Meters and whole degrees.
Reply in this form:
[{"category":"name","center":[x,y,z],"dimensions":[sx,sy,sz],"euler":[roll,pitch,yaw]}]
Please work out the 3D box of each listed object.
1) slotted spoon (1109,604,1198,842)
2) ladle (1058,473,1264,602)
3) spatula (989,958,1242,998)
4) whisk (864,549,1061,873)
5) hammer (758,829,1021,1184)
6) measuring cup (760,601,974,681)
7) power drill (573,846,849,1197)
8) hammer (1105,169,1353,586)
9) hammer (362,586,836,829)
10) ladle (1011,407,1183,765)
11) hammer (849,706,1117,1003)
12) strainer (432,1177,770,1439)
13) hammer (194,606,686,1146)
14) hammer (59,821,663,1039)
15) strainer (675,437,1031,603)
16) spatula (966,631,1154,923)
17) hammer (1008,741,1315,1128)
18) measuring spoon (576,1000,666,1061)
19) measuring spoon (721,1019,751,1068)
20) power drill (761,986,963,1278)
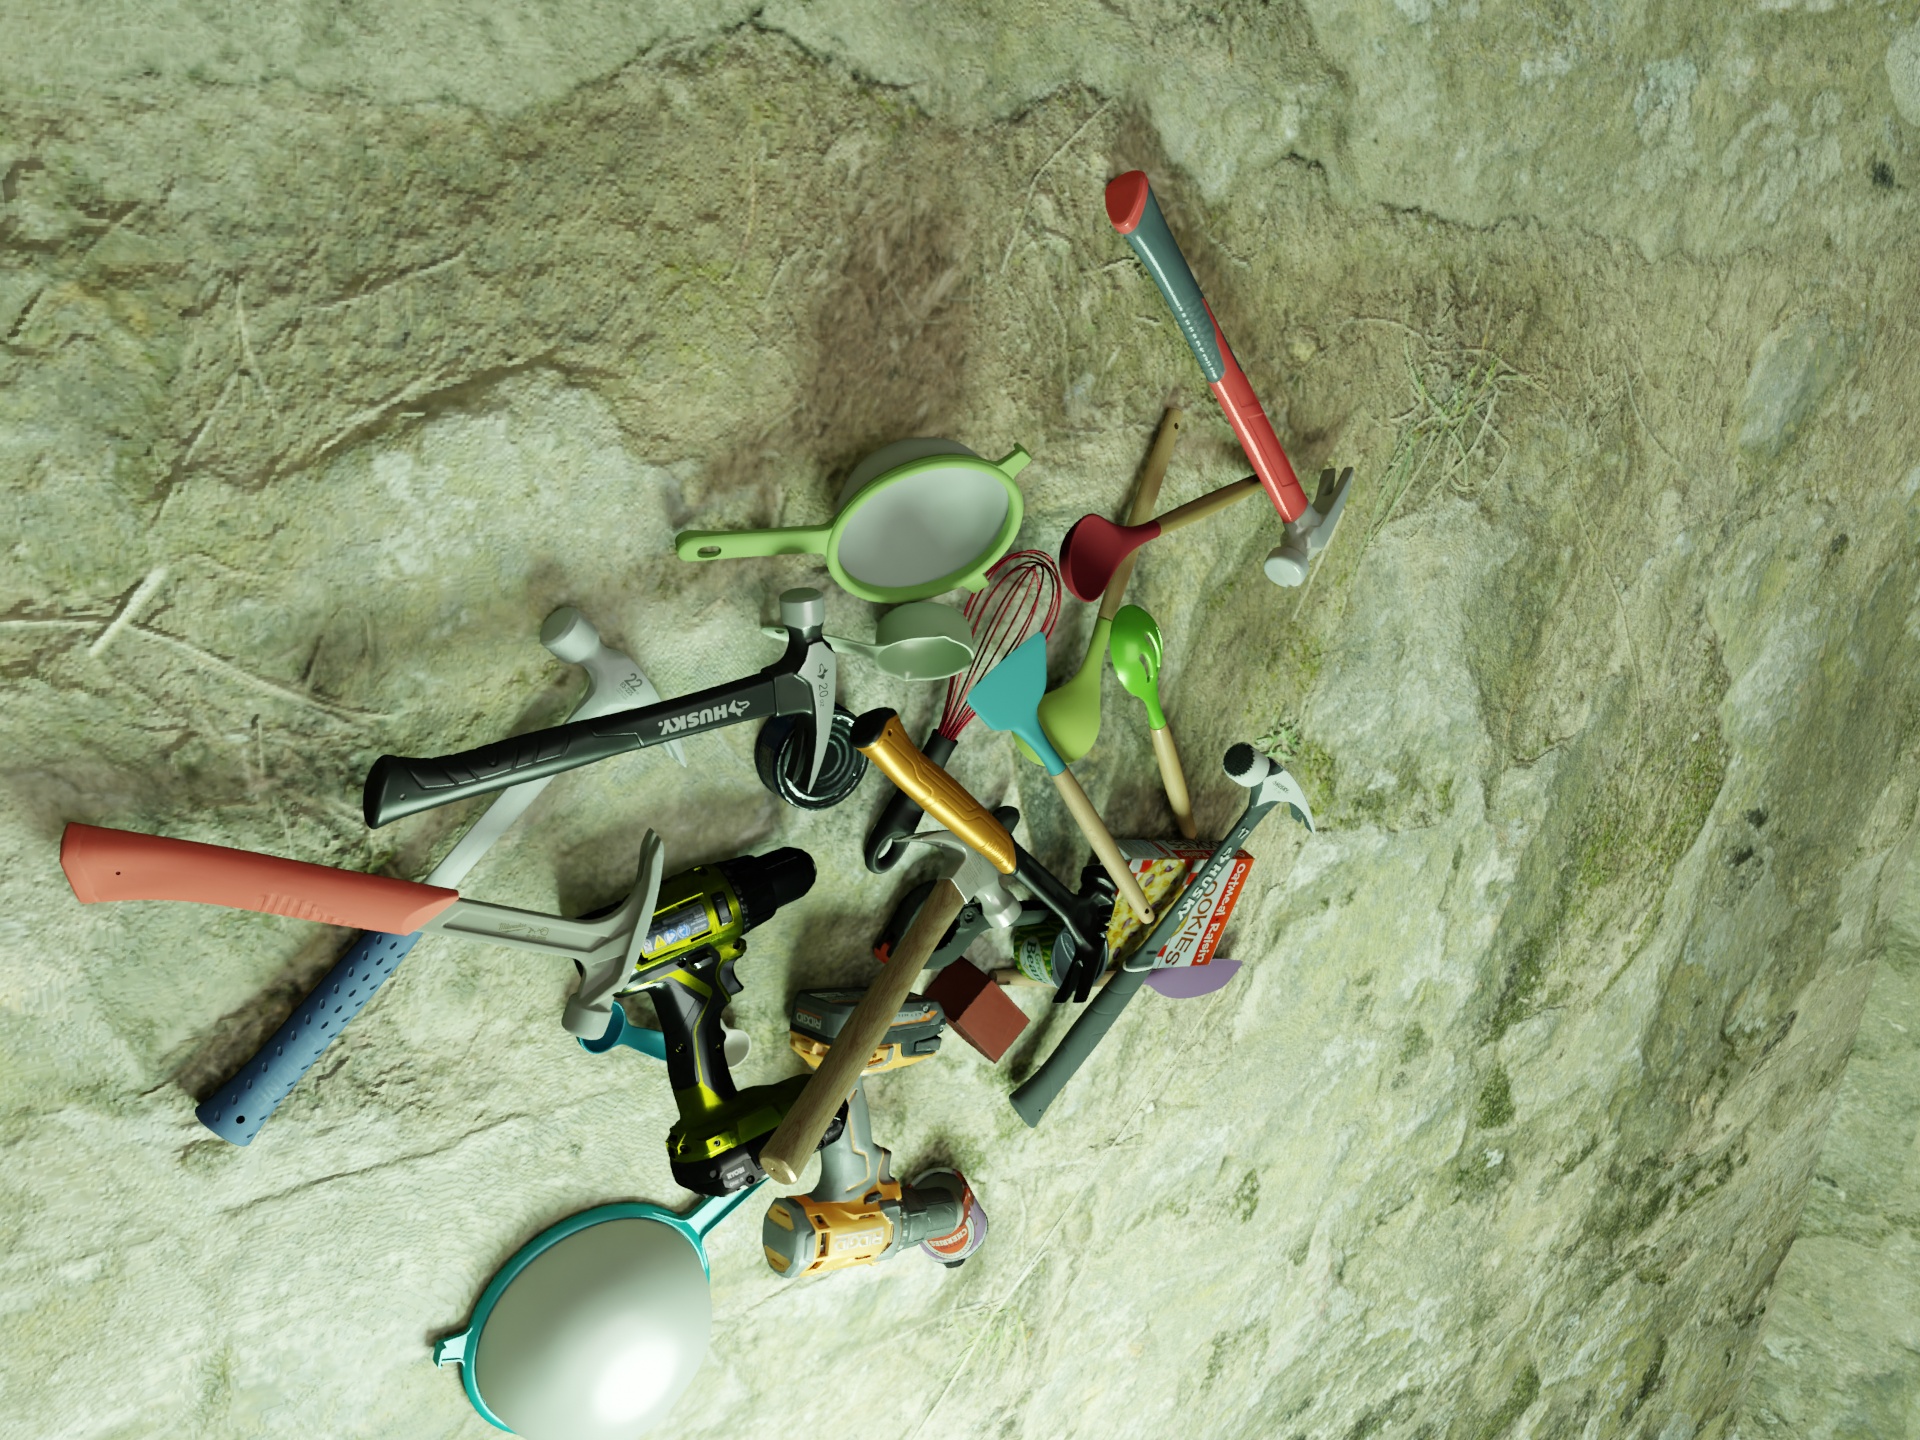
[{"category":"slotted spoon","center":[0.181,0.017,1.415],"dimensions":[0.070,0.031,0.313],"euler":[-60,146,-31]},{"category":"ladle","center":[0.178,-0.169,1.330],"dimensions":[0.315,0.031,0.069],"euler":[-27,117,-41]},{"category":"spatula","center":[0.152,0.247,1.522],"dimensions":[0.315,0.018,0.059],"euler":[7,127,-38]},{"category":"whisk","center":[-0.002,-0.004,1.280],"dimensions":[0.073,0.073,0.296],"euler":[21,101,-41]},{"category":"hammer","center":[-0.058,0.209,1.218],"dimensions":[0.130,0.031,0.331],"euler":[58,45,-25]},{"category":"measuring cup","center":[-0.070,-0.069,1.208],"dimensions":[0.167,0.083,0.038],"euler":[9,64,-21]},{"category":"power drill","center":[-0.169,0.218,1.192],"dimensions":[0.190,0.080,0.228],"euler":[-21,95,-29]},{"category":"hammer","center":[0.228,-0.297,1.333],"dimensions":[0.385,0.038,0.143],"euler":[53,54,-34]},{"category":"hammer","center":[-0.233,0.015,1.076],"dimensions":[0.334,0.035,0.146],"euler":[-17,117,-31]},{"category":"ladle","center":[0.123,-0.112,1.346],"dimensions":[0.078,0.062,0.320],"euler":[19,89,-39]},{"category":"hammer","center":[0.021,0.101,1.276],"dimensions":[0.336,0.034,0.127],"euler":[44,52,-38]},{"category":"strainer","center":[-0.229,0.457,1.271],"dimensions":[0.340,0.095,0.210],"euler":[-40,128,-16]},{"category":"hammer","center":[-0.351,0.117,1.076],"dimensions":[0.405,0.035,0.143],"euler":[-50,130,-10]},{"category":"hammer","center":[-0.371,0.107,1.014],"dimensions":[0.358,0.037,0.149],"euler":[16,95,-31]},{"category":"strainer","center":[-0.083,-0.153,1.153],"dimensions":[0.256,0.069,0.151],"euler":[-7,145,-20]},{"category":"spatula","center":[0.097,0.063,1.317],"dimensions":[0.082,0.044,0.317],"euler":[-41,121,-14]},{"category":"hammer","center":[0.177,0.209,1.459],"dimensions":[0.149,0.036,0.409],"euler":[30,99,-45]},{"category":"measuring spoon","center":[-0.250,0.242,1.222],"dimensions":[0.128,0.021,0.042],"euler":[36,73,-50]},{"category":"measuring spoon","center":[-0.205,0.226,1.250],"dimensions":[0.034,0.018,0.124],"euler":[-40,121,-18]},{"category":"power drill","center":[-0.067,0.340,1.324],"dimensions":[0.185,0.084,0.226],"euler":[5,90,-39]}]
